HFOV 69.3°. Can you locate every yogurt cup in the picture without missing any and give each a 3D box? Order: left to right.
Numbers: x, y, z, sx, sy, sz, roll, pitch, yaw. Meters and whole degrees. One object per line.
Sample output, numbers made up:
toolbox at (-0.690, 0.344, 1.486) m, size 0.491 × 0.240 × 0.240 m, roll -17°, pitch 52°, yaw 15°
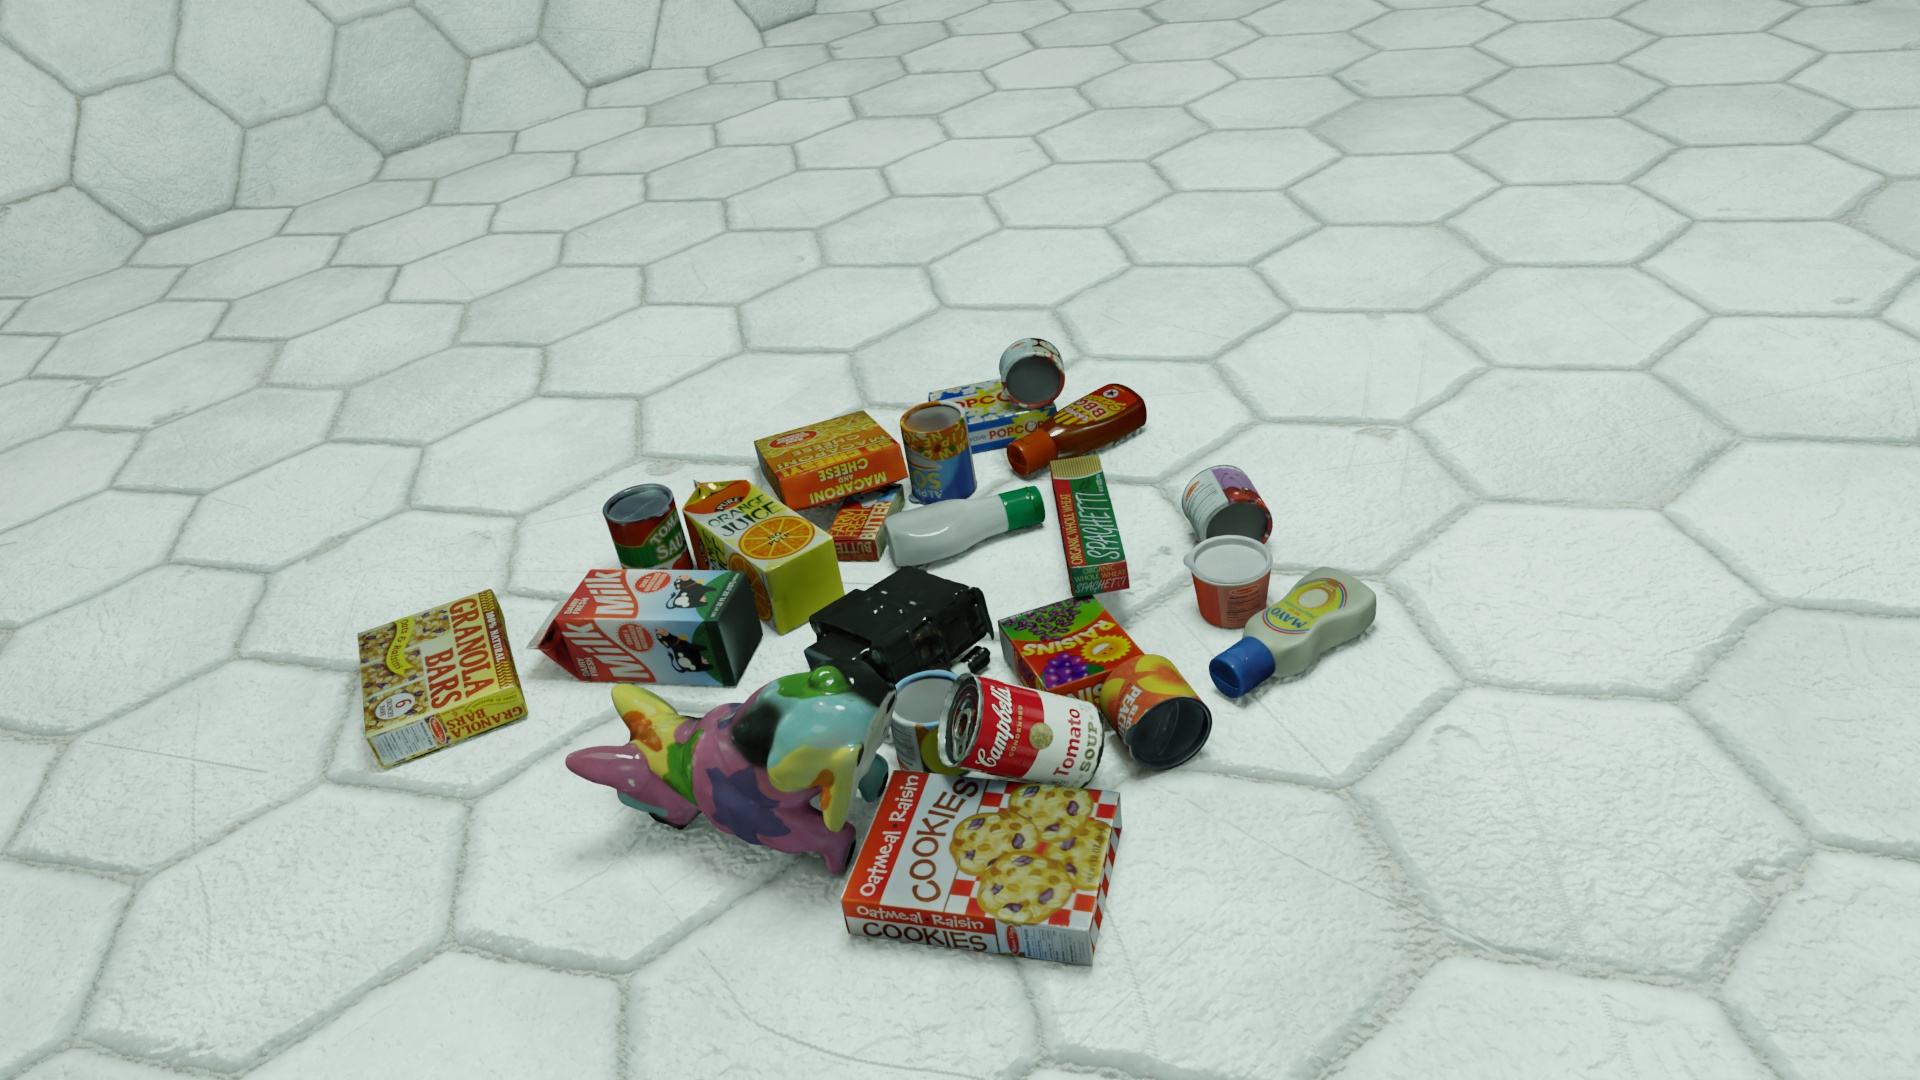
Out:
yogurt cup at (0.224, 0.036, 1.150) m, size 0.072 × 0.053 × 0.073 m, roll -6°, pitch 34°, yaw 4°

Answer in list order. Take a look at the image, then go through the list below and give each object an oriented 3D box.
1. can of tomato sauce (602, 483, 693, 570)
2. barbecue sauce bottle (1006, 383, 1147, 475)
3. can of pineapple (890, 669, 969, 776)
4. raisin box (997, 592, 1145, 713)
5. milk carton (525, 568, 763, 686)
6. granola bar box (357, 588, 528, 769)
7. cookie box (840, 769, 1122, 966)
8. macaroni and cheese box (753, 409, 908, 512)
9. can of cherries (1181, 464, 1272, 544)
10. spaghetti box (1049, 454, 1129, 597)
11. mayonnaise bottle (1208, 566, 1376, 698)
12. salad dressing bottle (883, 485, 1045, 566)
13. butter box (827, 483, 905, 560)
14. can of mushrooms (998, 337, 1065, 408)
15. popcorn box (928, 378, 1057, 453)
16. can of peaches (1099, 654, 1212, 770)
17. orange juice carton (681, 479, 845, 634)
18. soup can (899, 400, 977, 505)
can of tomato sauce at (-0.291, -0.001, 1.306) m, size 0.071 × 0.082 × 0.071 m, roll -7°, pitch 34°, yaw 4°
barbecue sauce bottle at (0.115, -0.111, 1.405) m, size 0.149 × 0.043 × 0.065 m, roll -28°, pitch 39°, yaw -25°
can of pineapple at (-0.018, 0.139, 1.052) m, size 0.071 × 0.057 × 0.071 m, roll -7°, pitch 33°, yaw 4°
raisin box at (0.089, 0.093, 1.098) m, size 0.086 × 0.040 × 0.124 m, roll -16°, pitch 25°, yaw -11°
milk carton at (-0.277, 0.074, 1.200) m, size 0.190 × 0.073 × 0.073 m, roll 1°, pitch 35°, yaw 16°
granola bar box at (-0.453, 0.117, 1.210) m, size 0.124 × 0.038 × 0.166 m, roll -20°, pitch 35°, yaw -15°
cookie box at (0.017, 0.219, 0.942) m, size 0.167 × 0.040 × 0.123 m, roll 3°, pitch 35°, yaw 16°
macaroni and cheese box at (-0.132, -0.081, 1.396) m, size 0.124 × 0.040 × 0.167 m, roll -17°, pitch 21°, yaw -11°
can of cherries at (0.238, -0.024, 1.227) m, size 0.071 × 0.071 × 0.058 m, roll -12°, pitch 33°, yaw -4°
spaghetti box at (0.113, -0.018, 1.246) m, size 0.050 × 0.028 × 0.251 m, roll -8°, pitch 24°, yaw 3°
mayonnaise bottle at (0.260, 0.074, 1.096) m, size 0.149 × 0.041 × 0.065 m, roll -29°, pitch 40°, yaw -28°
salad dressing bottle at (0.005, -0.016, 1.293) m, size 0.148 × 0.043 × 0.064 m, roll -15°, pitch 32°, yaw -10°
butter box at (-0.091, -0.019, 1.336) m, size 0.053 × 0.024 × 0.104 m, roll 0°, pitch 34°, yaw 15°
can of mushrooms at (0.075, -0.169, 1.414) m, size 0.071 × 0.070 × 0.033 m, roll -8°, pitch 34°, yaw 3°
popcorn box at (0.034, -0.133, 1.464) m, size 0.127 × 0.038 × 0.085 m, roll -11°, pitch 34°, yaw -3°
can of peaches at (0.141, 0.126, 1.023) m, size 0.071 × 0.071 × 0.058 m, roll -17°, pitch 33°, yaw -11°
orange juice carton at (-0.193, 0.005, 1.283) m, size 0.073 × 0.071 × 0.193 m, roll -29°, pitch 38°, yaw -28°
soup can at (-0.024, -0.085, 1.365) m, size 0.071 × 0.083 × 0.072 m, roll -7°, pitch 34°, yaw 5°
